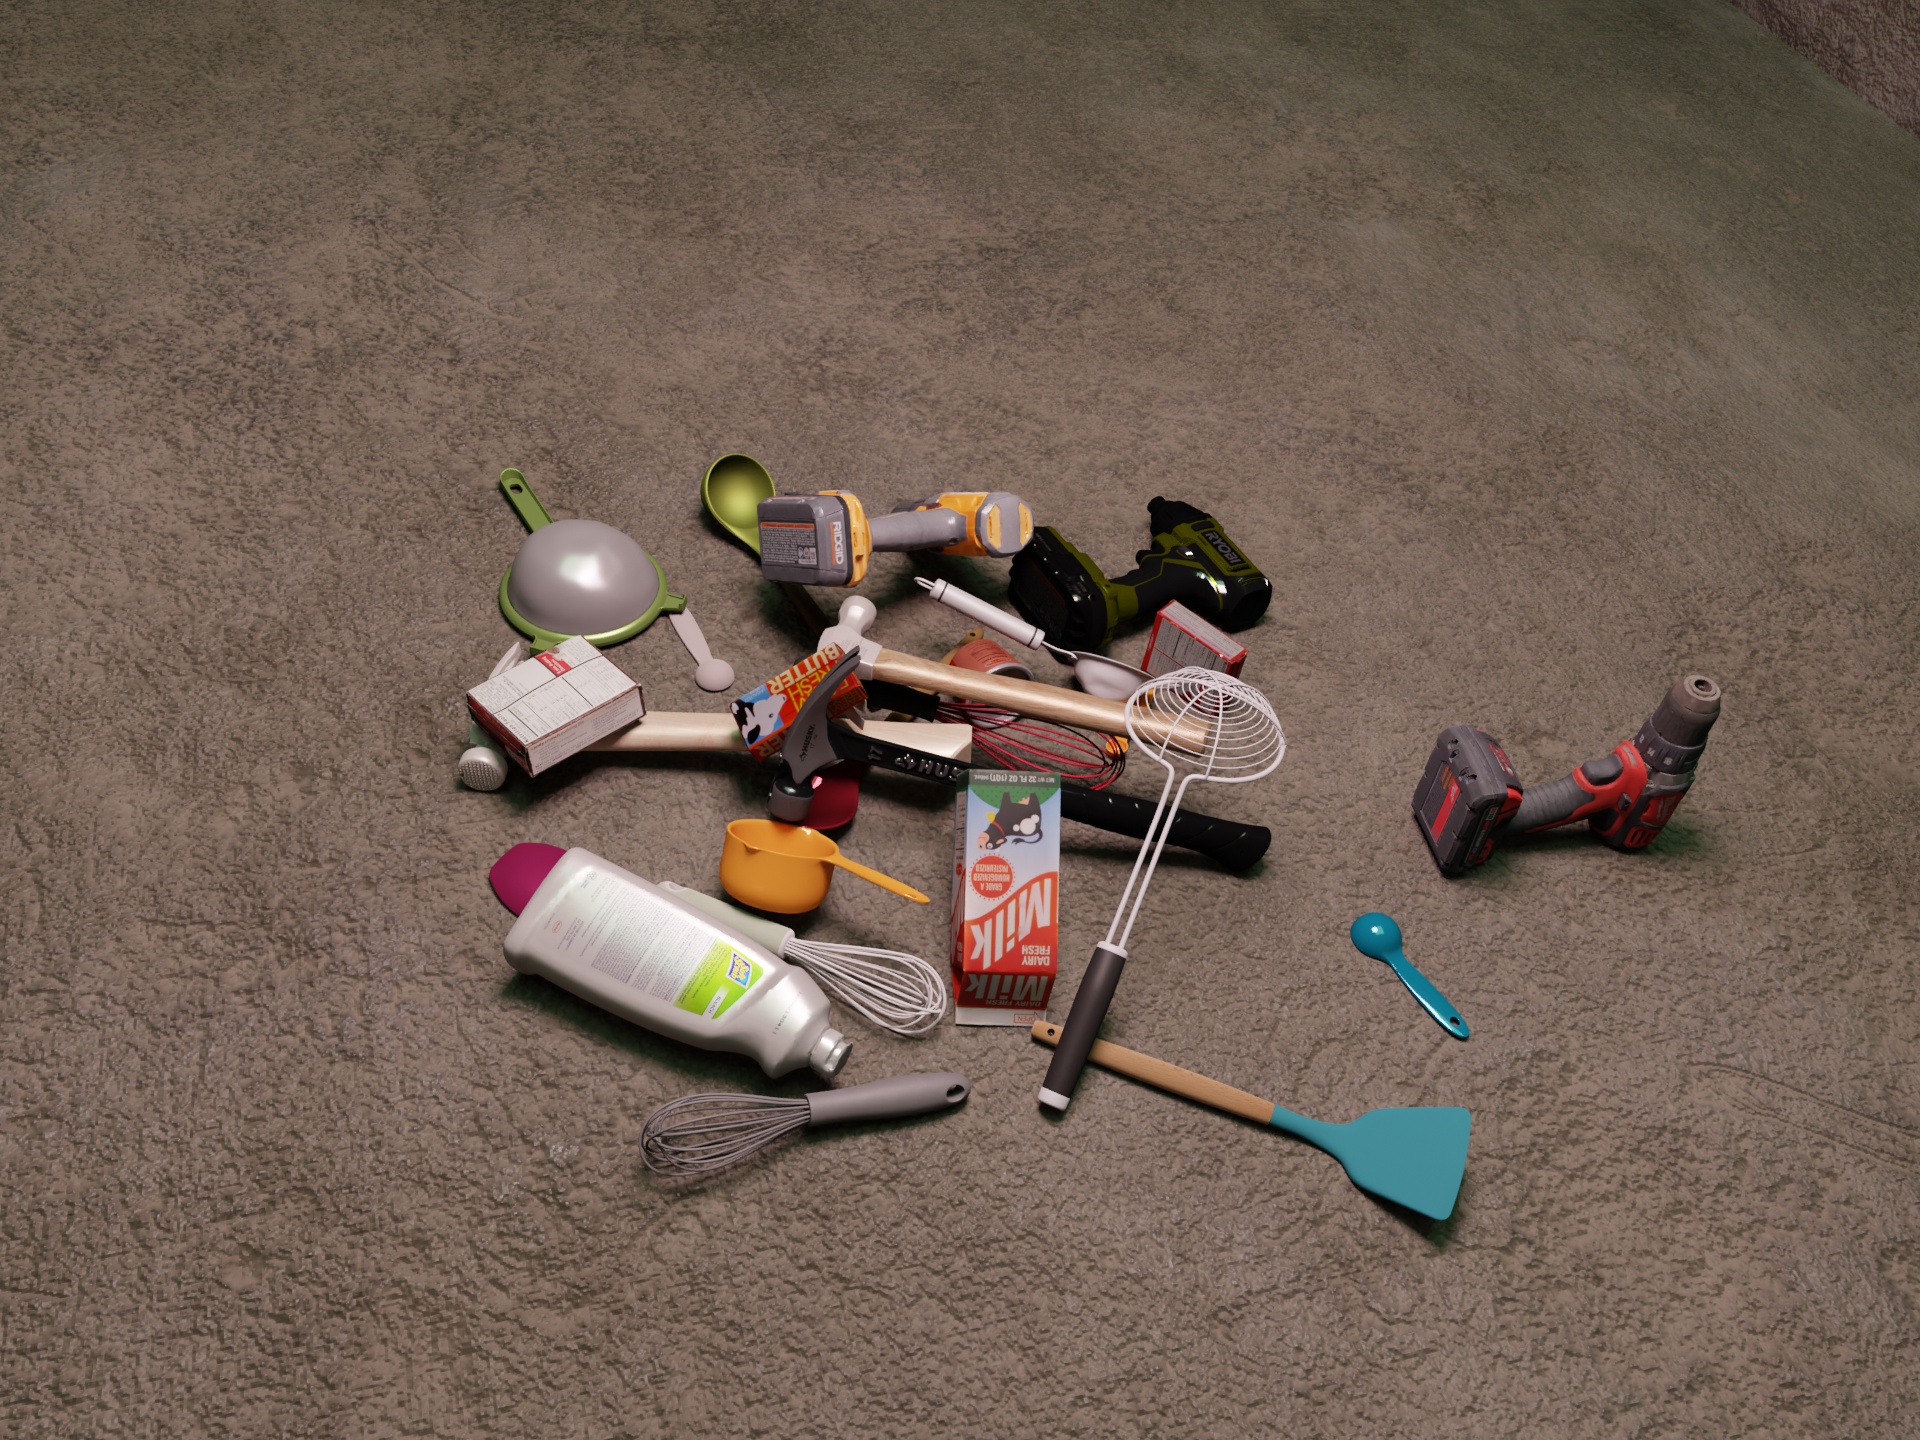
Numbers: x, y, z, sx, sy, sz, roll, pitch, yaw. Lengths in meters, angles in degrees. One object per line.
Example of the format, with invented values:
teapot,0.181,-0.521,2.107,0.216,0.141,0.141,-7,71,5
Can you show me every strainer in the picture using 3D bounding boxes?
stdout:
strainer,0.073,-0.067,1.422,0.258,0.087,0.050,27,82,-6
strainer,-0.370,-0.173,1.464,0.151,0.069,0.257,-22,54,-26

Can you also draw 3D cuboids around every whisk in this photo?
whisk,-0.124,0.173,1.197,0.246,0.059,0.058,20,10,14
whisk,-0.002,-0.004,1.351,0.296,0.073,0.073,17,46,4
whisk,-0.104,0.273,1.102,0.239,0.055,0.055,-5,47,-20

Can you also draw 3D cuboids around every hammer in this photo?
hammer,0.060,0.054,1.276,0.408,0.149,0.036,14,23,-13
hammer,-0.195,0.003,1.321,0.410,0.038,0.146,3,45,1
hammer,0.040,-0.020,1.309,0.331,0.031,0.130,14,43,8

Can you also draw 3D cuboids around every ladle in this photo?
ladle,-0.061,0.004,1.380,0.069,0.031,0.315,27,46,16
ladle,-0.151,-0.132,1.476,0.078,0.062,0.320,-10,50,-38

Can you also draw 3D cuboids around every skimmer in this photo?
skimmer,0.140,0.122,1.209,0.127,0.090,0.363,21,78,13

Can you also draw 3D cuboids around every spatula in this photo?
spatula,0.203,0.273,1.155,0.317,0.044,0.082,18,66,9

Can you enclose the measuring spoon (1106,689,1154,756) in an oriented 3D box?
measuring spoon,0.156,-0.003,1.438,0.021,0.011,0.117,13,41,17

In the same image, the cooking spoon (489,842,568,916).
cooking spoon,-0.220,0.174,1.193,0.319,0.017,0.069,27,50,16

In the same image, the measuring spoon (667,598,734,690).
measuring spoon,-0.237,-0.073,1.428,0.034,0.018,0.124,-17,51,-24

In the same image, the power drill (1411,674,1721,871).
power drill,0.515,0.043,1.337,0.226,0.187,0.080,-6,49,-10

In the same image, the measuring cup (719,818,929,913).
measuring cup,-0.105,0.127,1.207,0.174,0.052,0.095,20,12,22

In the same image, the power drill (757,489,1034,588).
power drill,-0.073,-0.174,1.455,0.226,0.084,0.185,-11,13,-34

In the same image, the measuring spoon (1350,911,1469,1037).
measuring spoon,0.362,0.199,1.268,0.042,0.021,0.129,-19,51,-26

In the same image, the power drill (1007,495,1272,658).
power drill,0.166,-0.145,1.532,0.223,0.080,0.171,-14,50,-27
